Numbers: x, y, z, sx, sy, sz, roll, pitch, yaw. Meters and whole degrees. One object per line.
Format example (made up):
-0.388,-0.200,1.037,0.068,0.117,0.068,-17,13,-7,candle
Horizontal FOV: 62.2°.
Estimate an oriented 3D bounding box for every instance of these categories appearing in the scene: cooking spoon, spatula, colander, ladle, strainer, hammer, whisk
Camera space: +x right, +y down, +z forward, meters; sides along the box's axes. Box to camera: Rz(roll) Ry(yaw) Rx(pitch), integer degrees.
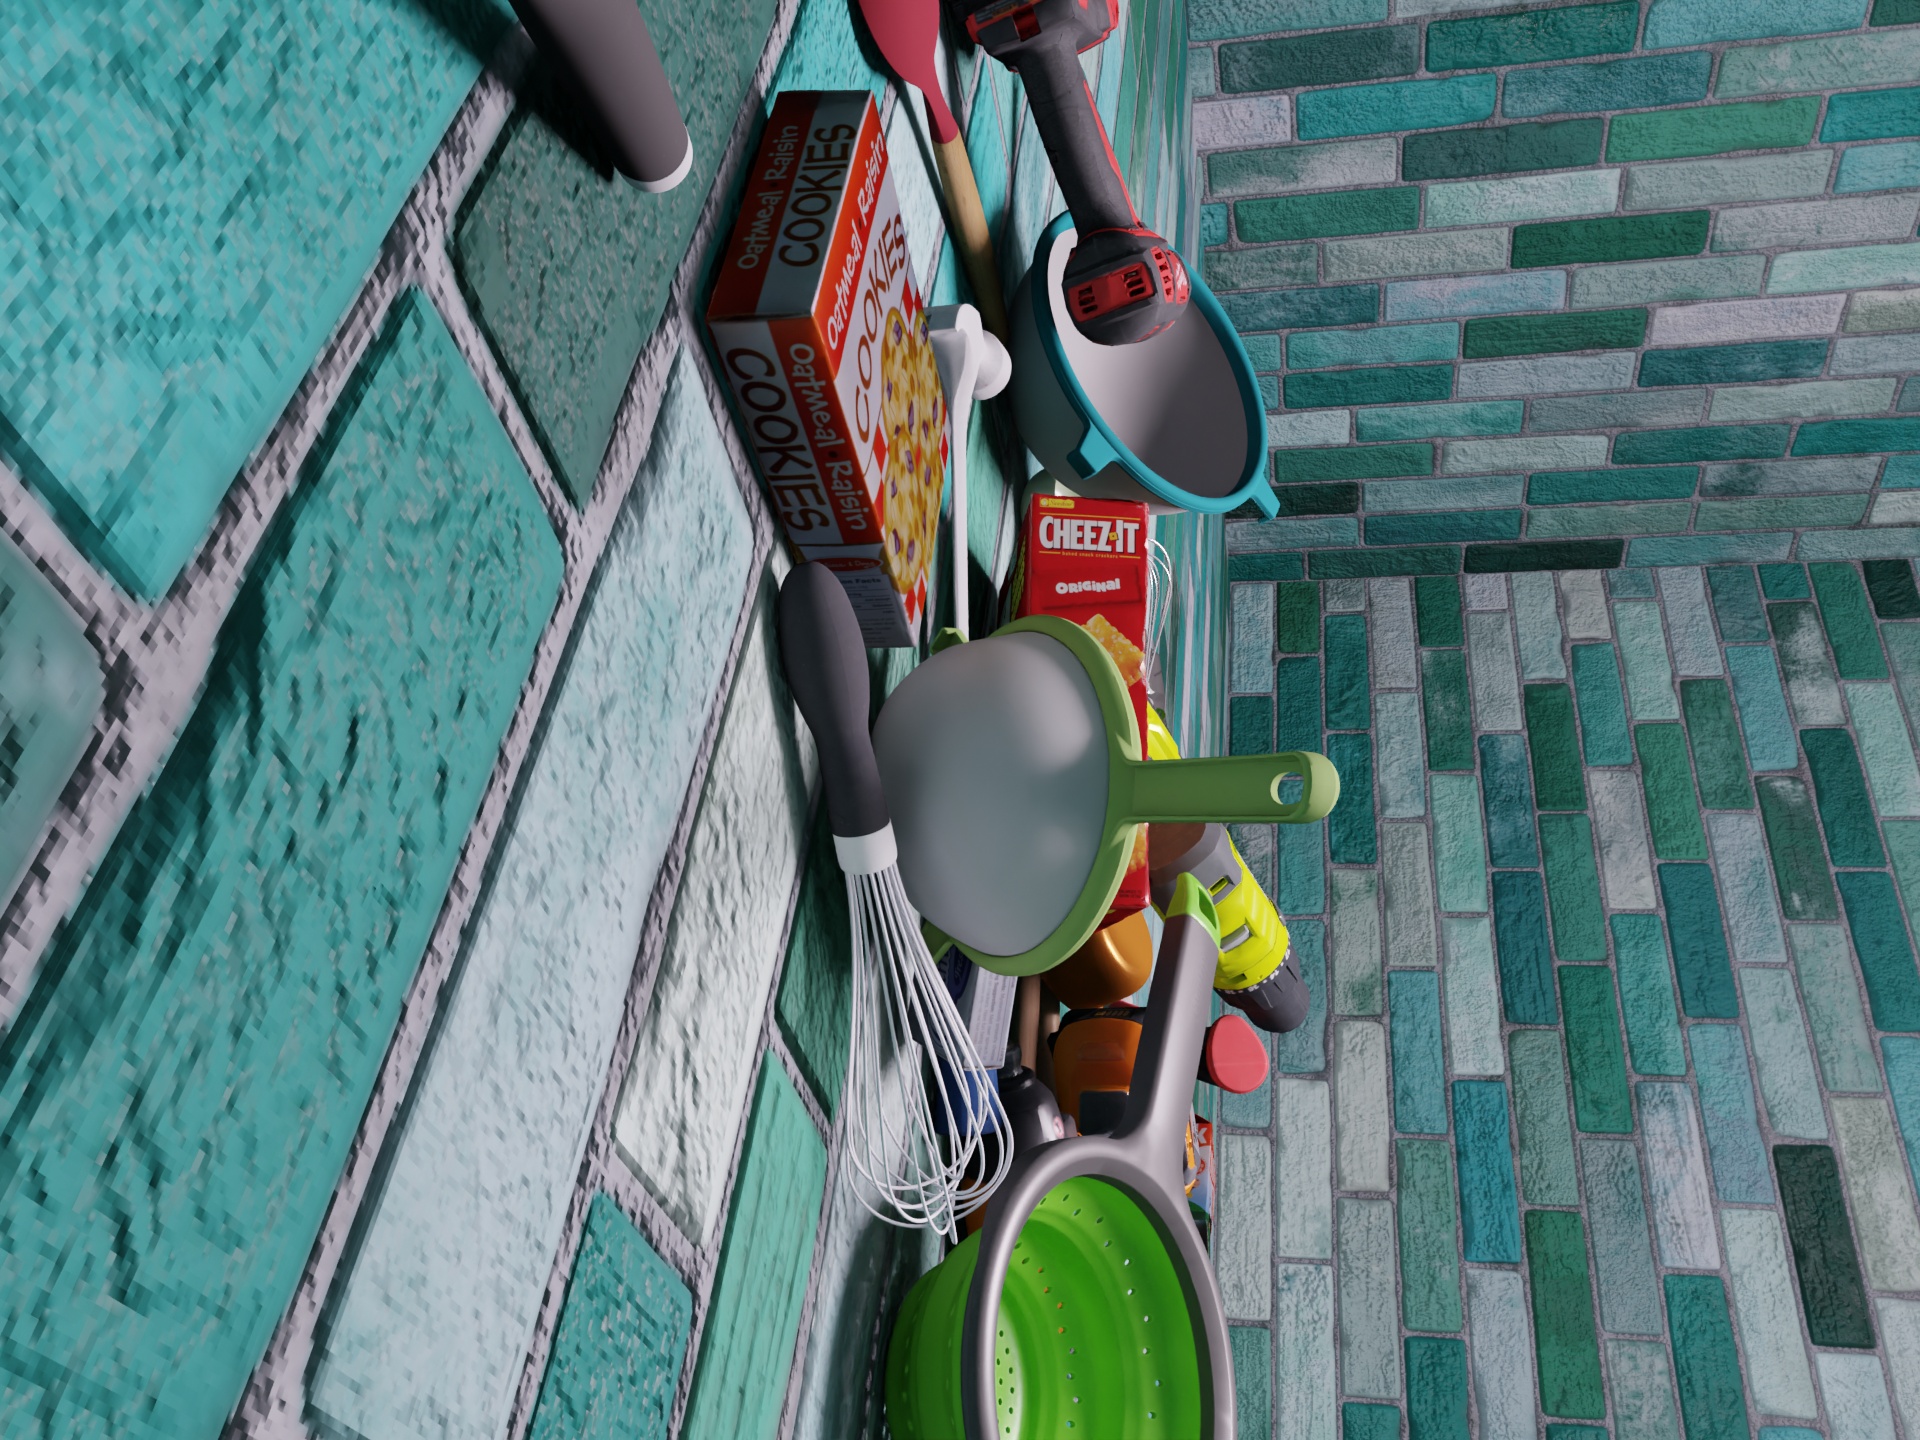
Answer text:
0.052,0.264,1.009,0.068,0.017,0.319,80,12,-57,cooking spoon
0.037,0.237,0.966,0.059,0.018,0.316,73,20,-75,spatula
0.054,0.236,0.757,0.204,0.094,0.397,50,39,-28,colander
-0.005,-0.283,0.815,0.315,0.031,0.069,61,32,-68,ladle
0.081,-0.271,1.035,0.210,0.095,0.341,5,65,-44,strainer
0.145,0.243,1.134,0.386,0.038,0.143,137,-47,-81,hammer
-0.030,0.077,0.608,0.070,0.070,0.284,-61,142,-66,whisk
-0.001,-0.002,0.779,0.144,0.035,0.405,3,86,-78,hammer
0.030,0.025,0.604,0.256,0.069,0.151,-6,-102,58,strainer
0.133,-0.021,1.199,0.058,0.059,0.246,-124,-153,-63,whisk

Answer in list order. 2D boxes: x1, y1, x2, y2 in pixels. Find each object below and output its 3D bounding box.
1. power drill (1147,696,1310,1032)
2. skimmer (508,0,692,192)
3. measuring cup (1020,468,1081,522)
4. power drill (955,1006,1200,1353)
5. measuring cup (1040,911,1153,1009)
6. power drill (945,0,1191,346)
0.138,0.083,1.015,0.190,0.080,0.229,53,6,-36,power drill
-0.124,-0.167,0.268,0.363,0.090,0.127,47,40,-86,skimmer
0.054,-0.105,1.032,0.083,0.038,0.168,53,46,-24,measuring cup
0.065,0.235,0.900,0.226,0.084,0.164,-20,102,-65,power drill
0.108,0.182,1.053,0.173,0.052,0.095,63,27,3,measuring cup
0.073,-0.322,0.900,0.143,0.078,0.219,-42,114,-67,power drill
